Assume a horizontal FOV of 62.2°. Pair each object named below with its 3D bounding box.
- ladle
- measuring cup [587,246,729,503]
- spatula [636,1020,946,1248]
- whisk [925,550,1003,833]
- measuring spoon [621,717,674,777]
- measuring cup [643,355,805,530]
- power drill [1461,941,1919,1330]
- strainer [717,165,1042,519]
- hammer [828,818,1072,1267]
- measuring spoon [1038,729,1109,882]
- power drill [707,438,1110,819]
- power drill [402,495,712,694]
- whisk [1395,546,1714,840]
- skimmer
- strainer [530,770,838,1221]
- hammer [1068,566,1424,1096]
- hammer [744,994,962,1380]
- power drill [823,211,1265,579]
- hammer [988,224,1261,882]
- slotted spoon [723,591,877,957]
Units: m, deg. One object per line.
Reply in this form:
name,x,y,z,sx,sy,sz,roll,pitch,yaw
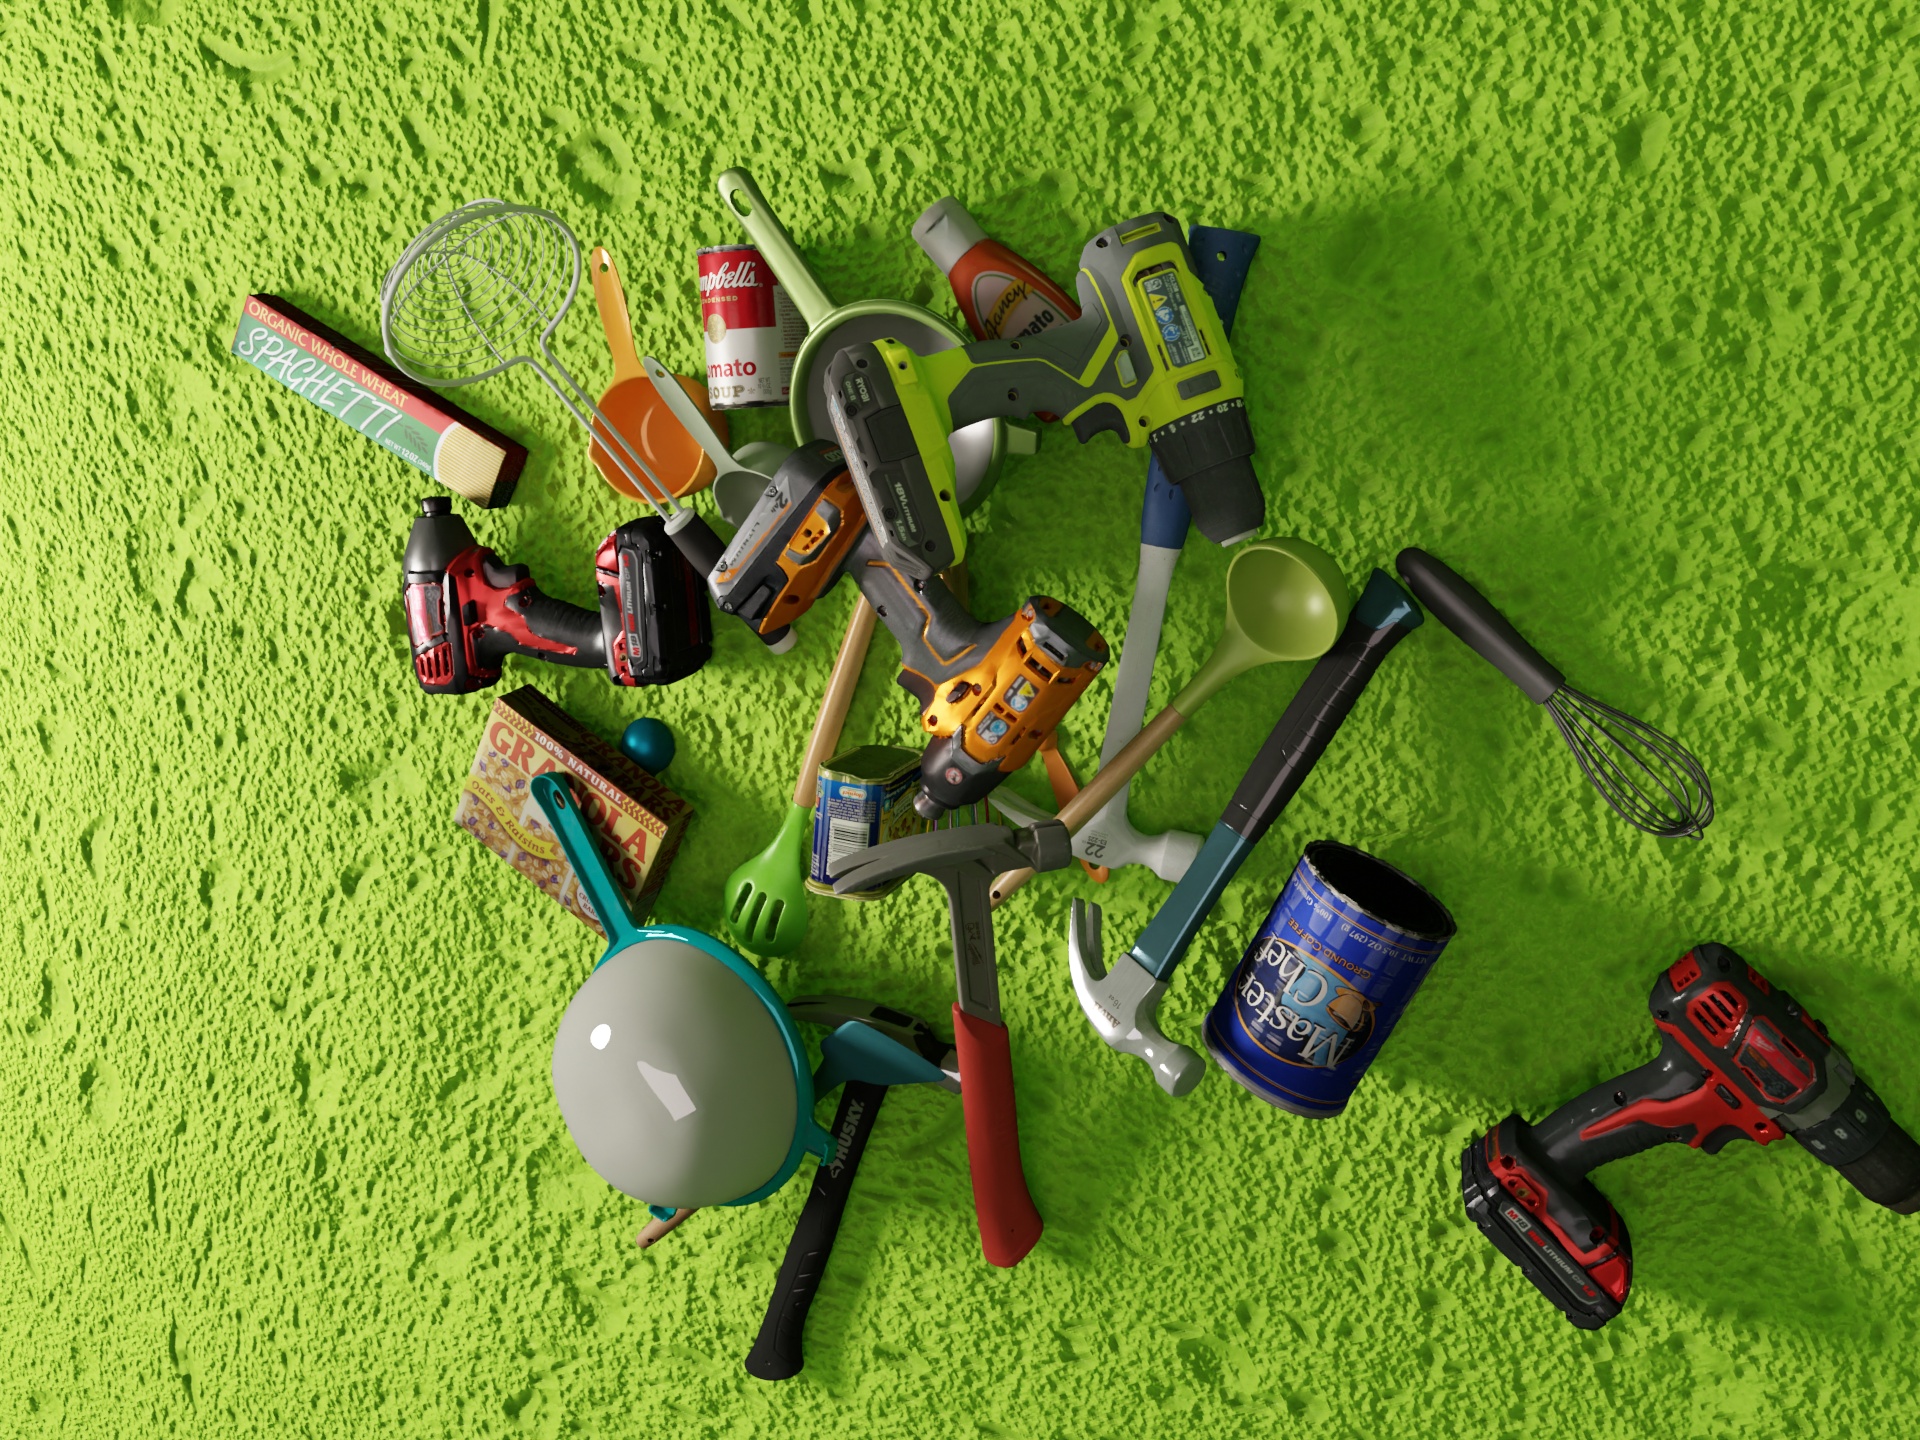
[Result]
ladle,0.114,0.013,0.980,0.078,0.062,0.320,46,111,10
measuring cup,-0.212,-0.235,1.085,0.095,0.052,0.173,-12,96,22
spatula,-0.141,0.307,1.148,0.082,0.044,0.317,36,116,-22
whisk,-0.004,-0.003,1.068,0.047,0.051,0.245,1,100,25
measuring spoon,-0.242,0.060,1.178,0.042,0.021,0.128,18,107,15
measuring cup,-0.146,-0.182,1.038,0.083,0.038,0.167,-3,137,40
power drill,0.438,0.266,0.954,0.188,0.080,0.226,45,110,5
strainer,-0.059,-0.242,1.006,0.151,0.069,0.256,-30,99,36
hammer,0.007,0.228,1.056,0.149,0.037,0.358,-10,120,-9
measuring spoon,0.073,0.057,1.069,0.021,0.011,0.117,-21,94,23
power drill,-0.041,-0.050,0.994,0.226,0.084,0.164,38,112,1
power drill,-0.294,-0.091,1.126,0.220,0.078,0.143,0,102,17
whisk,0.347,-0.018,0.937,0.239,0.055,0.055,45,113,9
skimmer,-0.207,-0.159,0.988,0.127,0.090,0.362,-40,123,-3
strainer,-0.240,0.198,1.101,0.211,0.095,0.340,-28,88,34
hammer,0.177,0.057,0.966,0.128,0.033,0.331,38,99,38
hammer,-0.105,0.358,1.191,0.146,0.035,0.334,23,109,13
power drill,0.054,-0.165,0.909,0.228,0.080,0.190,-21,91,-6
hammer,0.118,-0.100,0.999,0.144,0.035,0.405,12,105,10
slotted spoon,-0.105,0.034,1.122,0.070,0.031,0.313,24,108,13
